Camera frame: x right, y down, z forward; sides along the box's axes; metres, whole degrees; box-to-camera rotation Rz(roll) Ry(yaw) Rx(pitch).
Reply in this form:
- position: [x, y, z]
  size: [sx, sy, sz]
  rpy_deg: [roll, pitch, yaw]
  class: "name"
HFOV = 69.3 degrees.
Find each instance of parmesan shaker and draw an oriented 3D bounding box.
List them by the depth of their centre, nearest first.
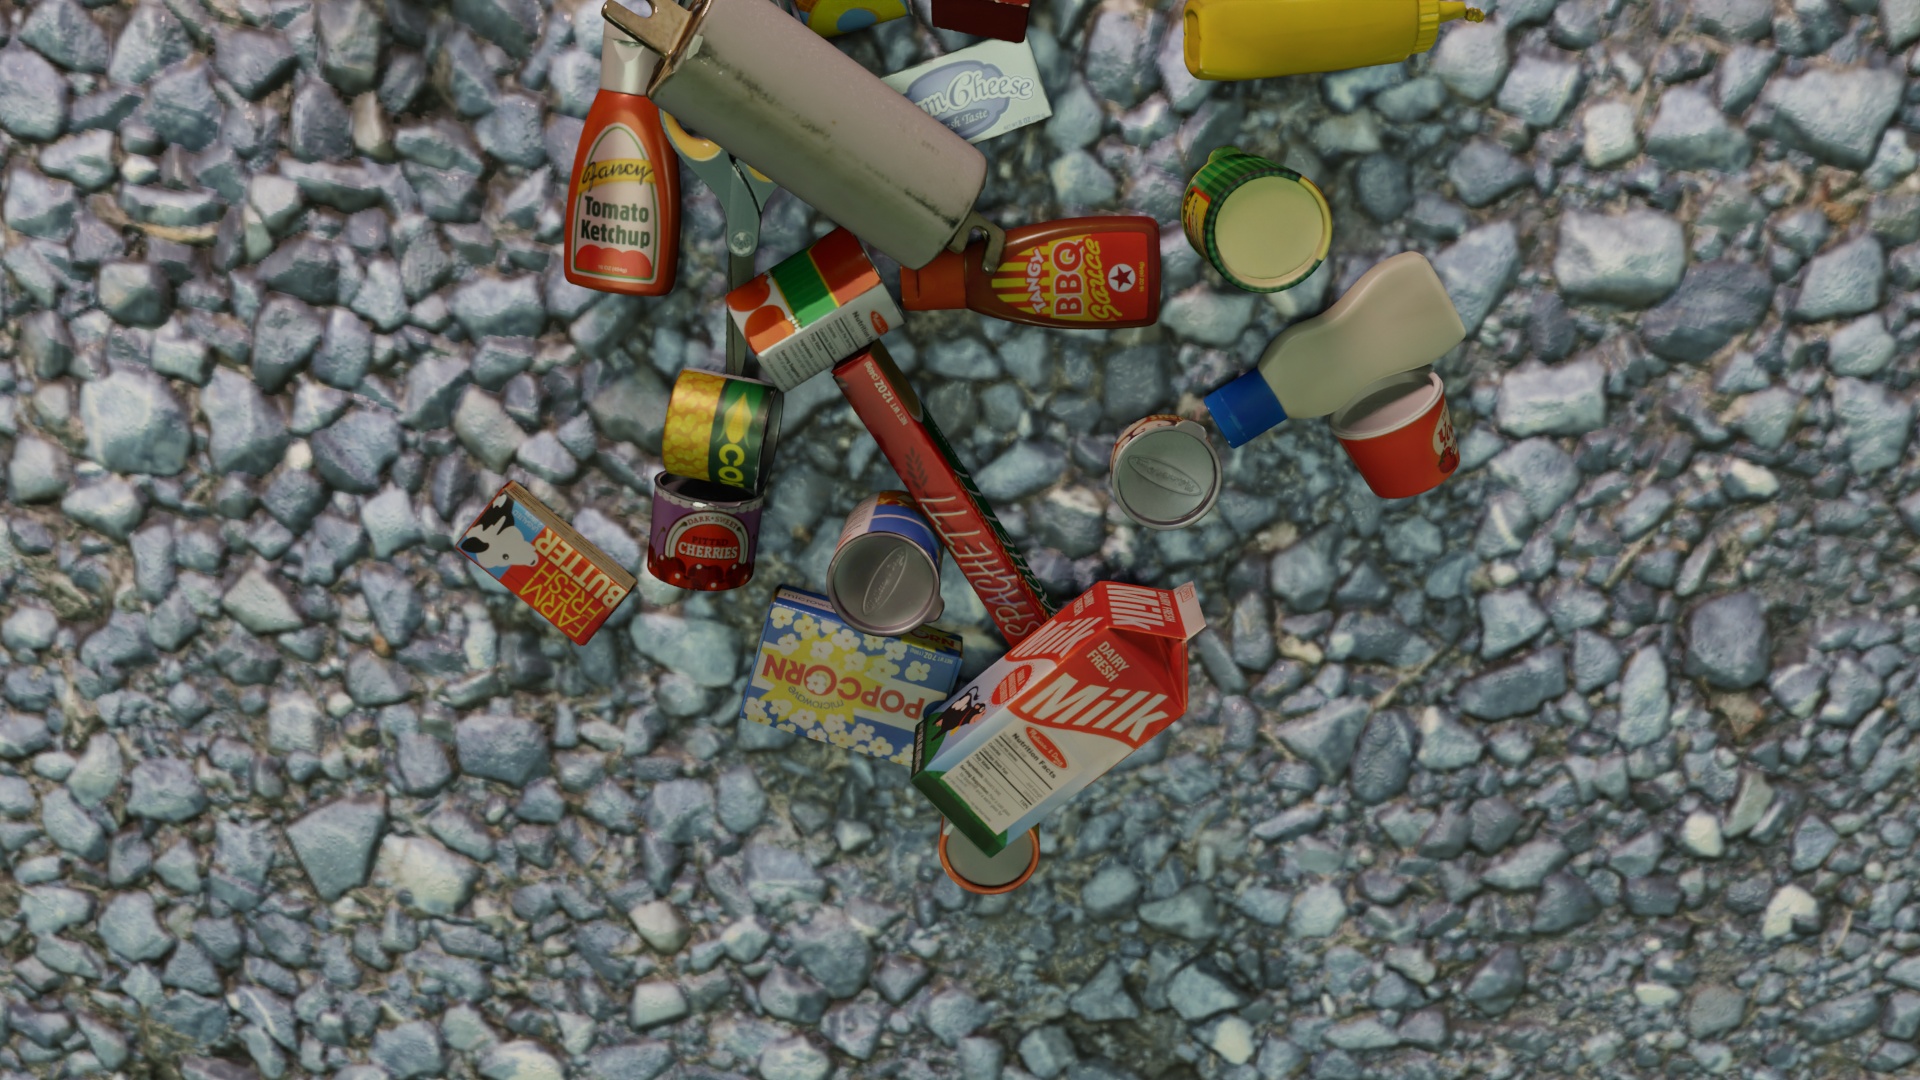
- position: [0.159, -0.178, 0.762]
  size: [0.071, 0.103, 0.071]
  rpy_deg: [1, 109, 2]
  class: "parmesan shaker"

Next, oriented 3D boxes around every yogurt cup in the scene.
- position: [0.259, -0.061, 0.819]
  size: [0.072, 0.073, 0.053]
  rpy_deg: [-27, 114, 10]
  class: "yogurt cup"

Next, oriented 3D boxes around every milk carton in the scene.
- position: [0.065, 0.093, 0.819]
  size: [0.190, 0.072, 0.073]
  rpy_deg: [-39, 104, 14]
  class: "milk carton"

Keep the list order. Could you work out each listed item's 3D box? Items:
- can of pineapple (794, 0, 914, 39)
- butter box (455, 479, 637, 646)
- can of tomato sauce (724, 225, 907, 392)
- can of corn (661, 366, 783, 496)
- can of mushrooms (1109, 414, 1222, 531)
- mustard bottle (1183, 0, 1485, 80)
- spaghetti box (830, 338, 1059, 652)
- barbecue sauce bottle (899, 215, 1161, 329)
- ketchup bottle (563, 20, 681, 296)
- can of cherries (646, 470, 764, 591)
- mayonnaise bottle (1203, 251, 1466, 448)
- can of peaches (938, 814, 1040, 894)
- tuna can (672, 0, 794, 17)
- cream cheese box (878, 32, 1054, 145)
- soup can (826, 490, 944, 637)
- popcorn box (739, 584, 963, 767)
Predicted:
- position: [-0.061, -0.308, 0.744]
  size: [0.058, 0.071, 0.070]
  rpy_deg: [-14, 108, 6]
  class: "can of pineapple"
- position: [-0.262, 0.015, 0.881]
  size: [0.103, 0.024, 0.053]
  rpy_deg: [41, 104, -11]
  class: "butter box"
- position: [-0.083, -0.134, 0.796]
  size: [0.083, 0.071, 0.071]
  rpy_deg: [-30, 105, 2]
  class: "can of tomato sauce"
- position: [-0.141, -0.064, 0.827]
  size: [0.058, 0.071, 0.071]
  rpy_deg: [11, 109, -1]
  class: "can of corn"
- position: [0.126, -0.044, 0.844]
  size: [0.071, 0.033, 0.070]
  rpy_deg: [1, 108, 2]
  class: "can of mushrooms"
- position: [0.203, -0.280, 0.750]
  size: [0.160, 0.065, 0.048]
  rpy_deg: [-7, 114, -2]
  class: "mustard bottle"
- position: [0.003, -0.011, 0.851]
  size: [0.028, 0.050, 0.249]
  rpy_deg: [-30, 105, 13]
  class: "spaghetti box"
- position: [0.040, -0.154, 0.805]
  size: [0.148, 0.044, 0.064]
  rpy_deg: [-1, 110, 3]
  class: "barbecue sauce bottle"
- position: [-0.189, -0.217, 0.792]
  size: [0.065, 0.044, 0.148]
  rpy_deg: [9, 108, -1]
  class: "ketchup bottle"
- position: [-0.156, -0.007, 0.846]
  size: [0.071, 0.072, 0.058]
  rpy_deg: [10, 109, -1]
  class: "can of cherries"
- position: [0.216, -0.107, 0.817]
  size: [0.148, 0.041, 0.064]
  rpy_deg: [-31, 103, 12]
  class: "mayonnaise bottle"
- position: [0.021, 0.192, 0.913]
  size: [0.071, 0.058, 0.071]
  rpy_deg: [1, 108, 2]
  class: "can of peaches"
- position: [-0.126, -0.284, 0.773]
  size: [0.071, 0.033, 0.070]
  rpy_deg: [0, 108, 2]
  class: "tuna can"
- position: [-0.005, -0.248, 0.785]
  size: [0.104, 0.024, 0.053]
  rpy_deg: [-18, 106, 7]
  class: "cream cheese box"
- position: [-0.041, 0.014, 0.842]
  size: [0.071, 0.084, 0.071]
  rpy_deg: [1, 109, 2]
  class: "soup can"
- position: [-0.070, 0.088, 0.892]
  size: [0.127, 0.038, 0.085]
  rpy_deg: [17, 107, -3]
  class: "popcorn box"
